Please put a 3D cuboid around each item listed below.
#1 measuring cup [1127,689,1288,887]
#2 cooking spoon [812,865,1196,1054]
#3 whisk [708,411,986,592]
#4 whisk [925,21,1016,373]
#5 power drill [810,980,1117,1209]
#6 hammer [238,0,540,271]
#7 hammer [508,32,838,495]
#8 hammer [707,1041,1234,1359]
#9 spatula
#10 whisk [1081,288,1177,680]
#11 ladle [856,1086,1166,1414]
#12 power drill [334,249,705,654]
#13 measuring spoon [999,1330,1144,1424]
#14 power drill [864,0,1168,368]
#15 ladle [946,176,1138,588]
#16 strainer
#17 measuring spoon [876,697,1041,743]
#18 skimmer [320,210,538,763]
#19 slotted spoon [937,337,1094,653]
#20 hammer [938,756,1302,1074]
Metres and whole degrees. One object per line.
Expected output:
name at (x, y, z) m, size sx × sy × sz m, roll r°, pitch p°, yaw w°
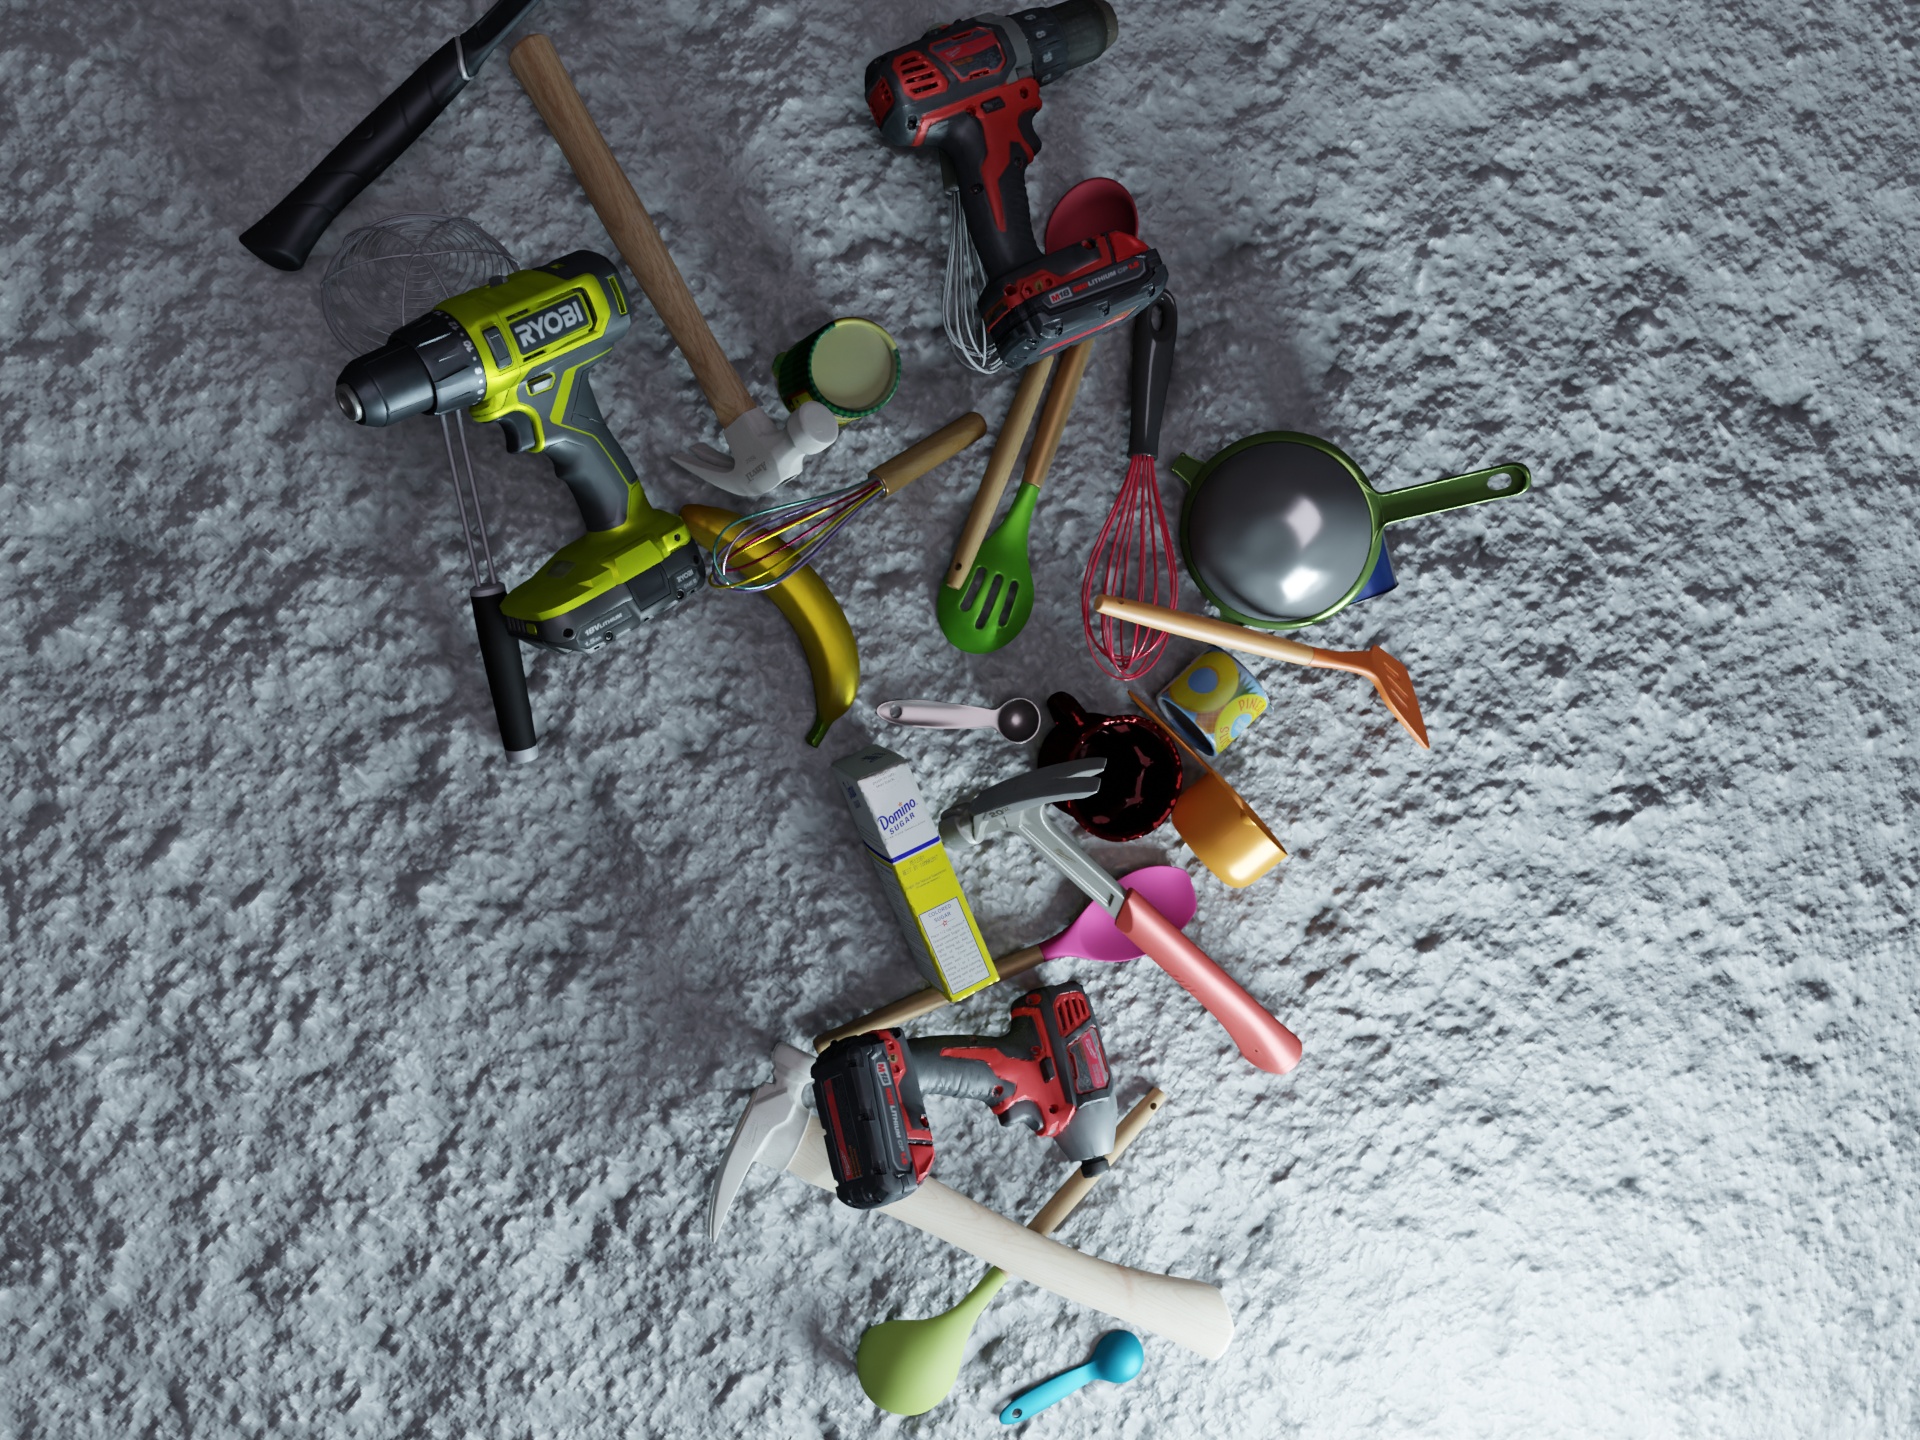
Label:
measuring cup at (0.172, 0.055, 1.214) m, size 0.052 × 0.095 × 0.173 m, roll -44°, pitch 84°, yaw 9°
cooking spoon at (0.037, 0.187, 1.211) m, size 0.319 × 0.017 × 0.068 m, roll -21°, pitch 106°, yaw -13°
whisk at (-0.077, -0.156, 1.110) m, size 0.245 × 0.047 × 0.051 m, roll -36°, pitch 95°, yaw -26°
whisk at (0.002, -0.371, 1.133) m, size 0.059 × 0.058 × 0.246 m, roll -14°, pitch 98°, yaw -49°
power drill at (0.014, 0.276, 1.147) m, size 0.219 × 0.078 × 0.143 m, roll -6°, pitch 72°, yaw -30°
hammer at (-0.307, -0.441, 1.017) m, size 0.409 × 0.036 × 0.149 m, roll -45°, pitch 68°, yaw -1°
hammer at (-0.205, -0.299, 1.056) m, size 0.031 × 0.130 × 0.331 m, roll -33°, pitch 94°, yaw -44°
hammer at (0.017, 0.390, 1.178) m, size 0.410 × 0.038 × 0.146 m, roll 27°, pitch 77°, yaw -10°
spatula at (0.235, -0.048, 1.188) m, size 0.322 × 0.041 × 0.081 m, roll 12°, pitch 53°, yaw -25°
whisk at (0.134, -0.177, 1.184) m, size 0.073 × 0.073 × 0.296 m, roll 7°, pitch 87°, yaw -17°
ladle at (0.045, 0.403, 1.230) m, size 0.320 × 0.062 × 0.078 m, roll -45°, pitch 101°, yaw -14°
power drill at (-0.270, -0.161, 1.007) m, size 0.190 × 0.080 × 0.228 m, roll -37°, pitch 122°, yaw -34°
measuring spoon at (0.090, 0.528, 1.259) m, size 0.128 × 0.021 × 0.042 m, roll -23°, pitch 101°, yaw -14°
power drill at (0.059, -0.378, 1.091) m, size 0.188 × 0.080 × 0.226 m, roll -26°, pitch 93°, yaw -17°
ladle at (0.053, -0.243, 1.155) m, size 0.069 × 0.031 × 0.315 m, roll 21°, pitch 88°, yaw 18°
strainer at (0.280, -0.144, 1.153) m, size 0.256 × 0.069 × 0.151 m, roll -11°, pitch 101°, yaw 21°
measuring spoon at (-0.002, -0.004, 1.185) m, size 0.124 × 0.018 × 0.034 m, roll 4°, pitch 94°, yaw -9°
skimmer at (-0.330, -0.152, 1.066) m, size 0.127 × 0.090 × 0.363 m, roll -12°, pitch 109°, yaw -17°
slotted spoon at (0.058, -0.198, 1.173) m, size 0.070 × 0.031 × 0.314 m, roll 20°, pitch 89°, yaw -10°
hammer at (0.150, 0.156, 1.179) m, size 0.358 × 0.149 × 0.037 m, roll 43°, pitch 47°, yaw -27°
